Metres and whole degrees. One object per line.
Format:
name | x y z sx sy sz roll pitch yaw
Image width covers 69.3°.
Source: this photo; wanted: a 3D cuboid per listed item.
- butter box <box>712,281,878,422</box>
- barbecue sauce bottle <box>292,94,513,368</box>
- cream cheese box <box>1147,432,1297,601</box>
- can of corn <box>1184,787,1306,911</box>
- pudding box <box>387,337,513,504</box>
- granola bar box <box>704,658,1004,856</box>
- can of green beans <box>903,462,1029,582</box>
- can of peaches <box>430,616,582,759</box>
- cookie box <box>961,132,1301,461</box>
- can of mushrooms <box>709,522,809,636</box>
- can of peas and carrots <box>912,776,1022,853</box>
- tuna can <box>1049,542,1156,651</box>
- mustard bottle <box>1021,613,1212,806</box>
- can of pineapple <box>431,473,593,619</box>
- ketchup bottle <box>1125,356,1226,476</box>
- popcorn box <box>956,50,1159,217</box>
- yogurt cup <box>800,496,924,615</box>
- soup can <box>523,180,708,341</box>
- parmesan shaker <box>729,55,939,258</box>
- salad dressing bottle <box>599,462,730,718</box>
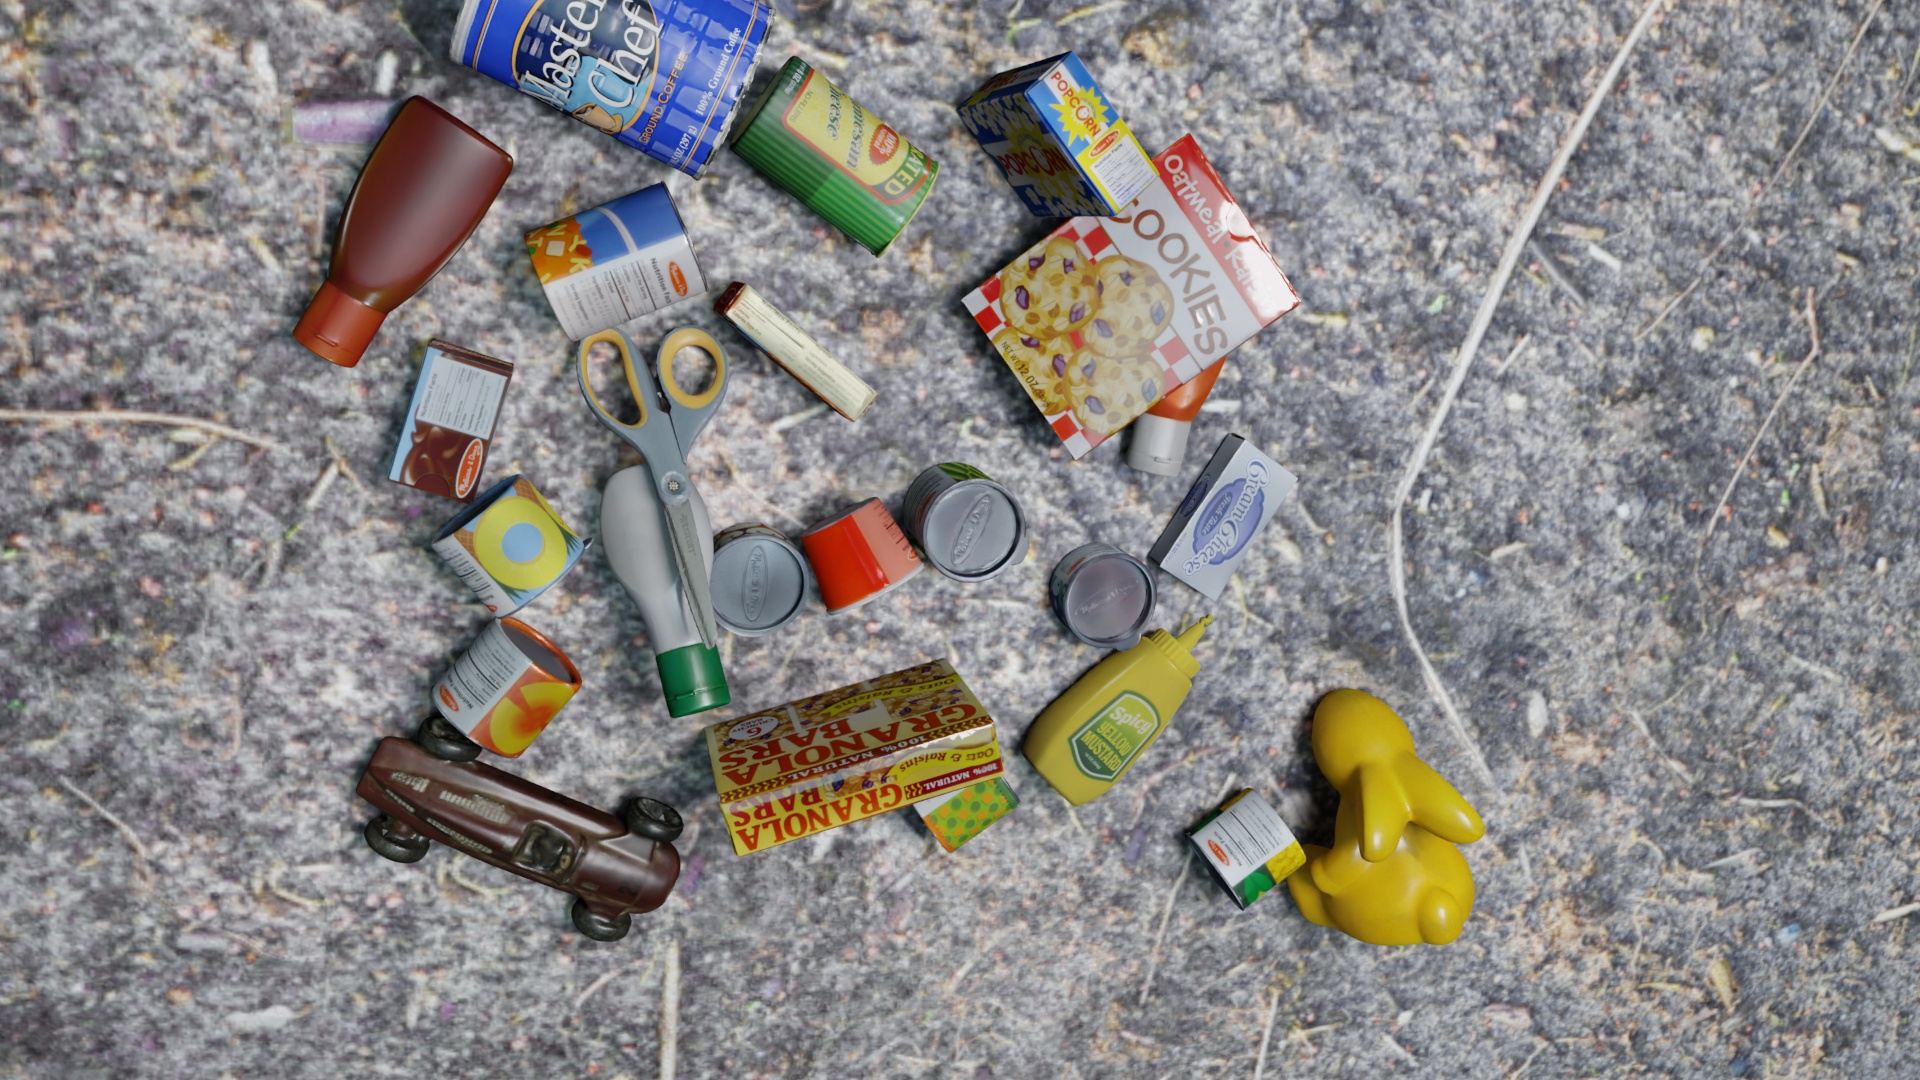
butter box | -0.099 -0.112 0.829 0.103 0.053 0.024 39 89 -21
barbecue sauce bottle | -0.311 -0.165 0.762 0.065 0.044 0.148 33 94 -20
cream cheese box | 0.179 -0.016 0.946 0.053 0.024 0.103 31 94 -22
can of corn | 0.203 0.220 0.991 0.058 0.071 0.071 -36 110 -5
pudding box | -0.293 -0.069 0.798 0.050 0.030 0.083 17 99 -20
granola bar box | -0.069 0.131 0.860 0.166 0.124 0.039 -15 106 -11
can of green beans | 0.001 -0.012 0.879 0.071 0.058 0.071 -4 105 -15
can of peaches | -0.268 0.087 0.827 0.071 0.071 0.058 41 90 -21
cookie box | 0.104 -0.147 0.851 0.167 0.040 0.123 -35 97 9
can of mushrooms | -0.131 0.023 0.864 0.071 0.033 0.070 -4 105 -14
can of peas and carrots | -0.001 0.165 0.920 0.059 0.071 0.070 -34 110 -4
tuna can | 0.096 0.038 0.931 0.071 0.033 0.071 -4 105 -14
mustard bottle | 0.115 0.107 0.945 0.160 0.049 0.065 -46 112 -1
can of pineapple | -0.261 0.002 0.806 0.071 0.071 0.057 -38 110 -3
ketchup bottle | 0.141 -0.117 0.899 0.065 0.043 0.148 10 101 -11
popcorn box | 0.054 -0.231 0.802 0.038 0.127 0.085 -43 111 -4
yogurt cup | -0.064 0.008 0.863 0.072 0.072 0.054 -28 97 -7
soup can | -0.195 -0.159 0.786 0.084 0.071 0.071 -23 109 -8
parmesan shaker | -0.073 -0.219 0.800 0.103 0.071 0.071 33 93 -21
salad dressing bottle | -0.171 0.029 0.819 0.064 0.044 0.148 -17 82 9
